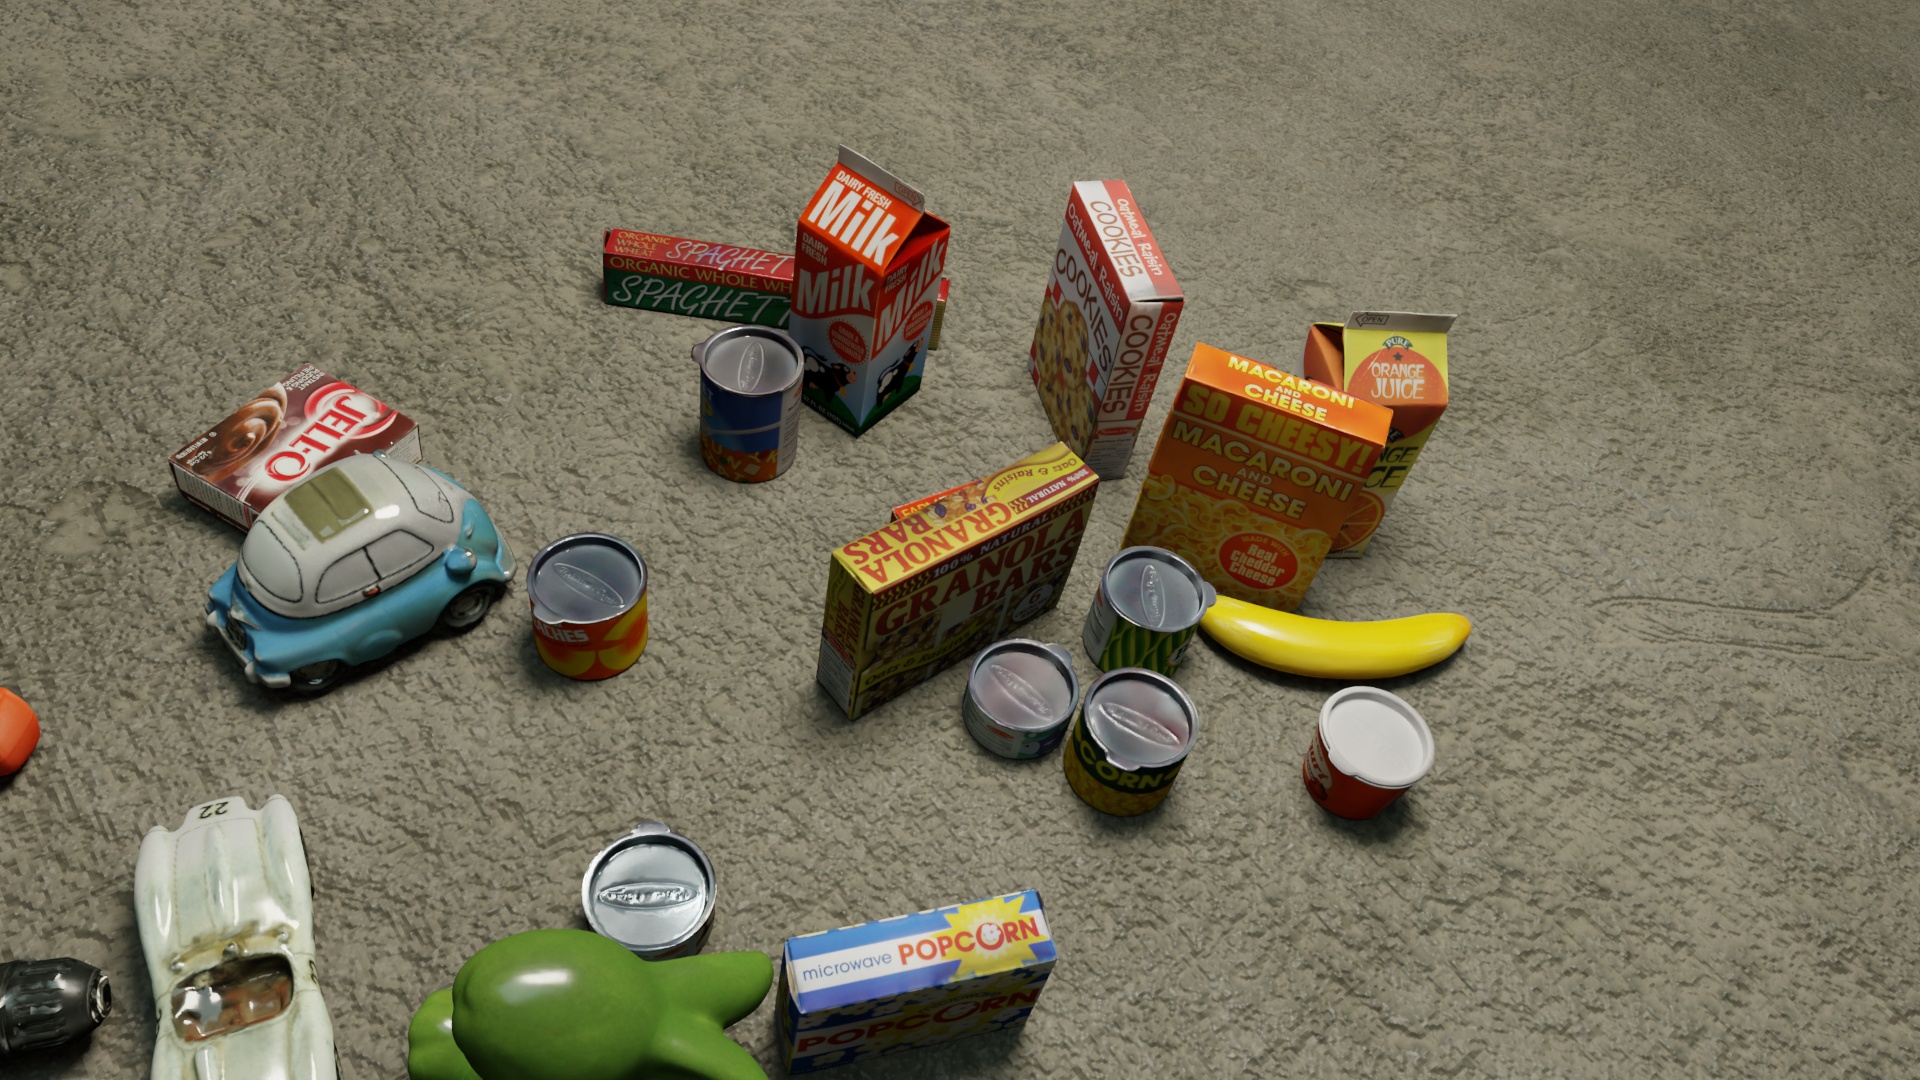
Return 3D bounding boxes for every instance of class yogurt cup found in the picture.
[{"bbox_3d":[0.236,0.128,0.818,0.072,0.053,0.073,6,49,-6],"label":"yogurt cup"}]

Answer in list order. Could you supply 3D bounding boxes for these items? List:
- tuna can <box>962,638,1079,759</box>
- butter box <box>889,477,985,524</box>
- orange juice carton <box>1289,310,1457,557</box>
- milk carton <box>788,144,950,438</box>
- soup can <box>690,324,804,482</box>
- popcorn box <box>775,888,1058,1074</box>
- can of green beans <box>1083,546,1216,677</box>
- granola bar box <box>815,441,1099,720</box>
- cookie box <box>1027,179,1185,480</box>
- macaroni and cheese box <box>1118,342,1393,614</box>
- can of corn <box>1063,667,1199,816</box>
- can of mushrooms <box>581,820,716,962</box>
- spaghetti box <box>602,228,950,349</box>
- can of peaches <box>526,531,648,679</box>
[{"bbox_3d":[0.037,0.092,0.822,0.071,0.032,0.071,6,49,-6],"label":"tuna can"},{"bbox_3d":[0.003,-0.011,0.891,0.104,0.052,0.024,-19,56,-25],"label":"butter box"},{"bbox_3d":[0.253,-0.076,0.904,0.072,0.191,0.073,1,50,-11],"label":"orange juice carton"},{"bbox_3d":[-0.062,-0.168,0.921,0.072,0.189,0.074,34,52,18],"label":"milk carton"},{"bbox_3d":[-0.140,-0.089,0.909,0.071,0.083,0.072,6,49,-6],"label":"soup can"},{"bbox_3d":[-0.024,0.214,0.671,0.127,0.084,0.038,-7,52,-17],"label":"popcorn box"},{"bbox_3d":[0.114,0.047,0.860,0.071,0.057,0.071,6,49,-6],"label":"can of green beans"},{"bbox_3d":[-0.002,0.024,0.813,0.166,0.123,0.039,-27,60,-29],"label":"granola bar box"},{"bbox_3d":[0.095,-0.141,0.945,0.040,0.166,0.123,-6,51,-16],"label":"cookie box"},{"bbox_3d":[0.180,-0.035,0.872,0.124,0.165,0.040,20,49,6],"label":"macaroni and cheese box"},{"bbox_3d":[0.096,0.118,0.795,0.071,0.058,0.071,6,49,-6],"label":"can of corn"},{"bbox_3d":[-0.158,0.182,0.706,0.071,0.033,0.071,6,49,-6],"label":"can of mushrooms"},{"bbox_3d":[-0.135,-0.182,1.012,0.250,0.049,0.029,7,49,-5],"label":"spaghetti box"},{"bbox_3d":[-0.215,0.040,0.800,0.071,0.057,0.071,6,49,-6],"label":"can of peaches"}]
